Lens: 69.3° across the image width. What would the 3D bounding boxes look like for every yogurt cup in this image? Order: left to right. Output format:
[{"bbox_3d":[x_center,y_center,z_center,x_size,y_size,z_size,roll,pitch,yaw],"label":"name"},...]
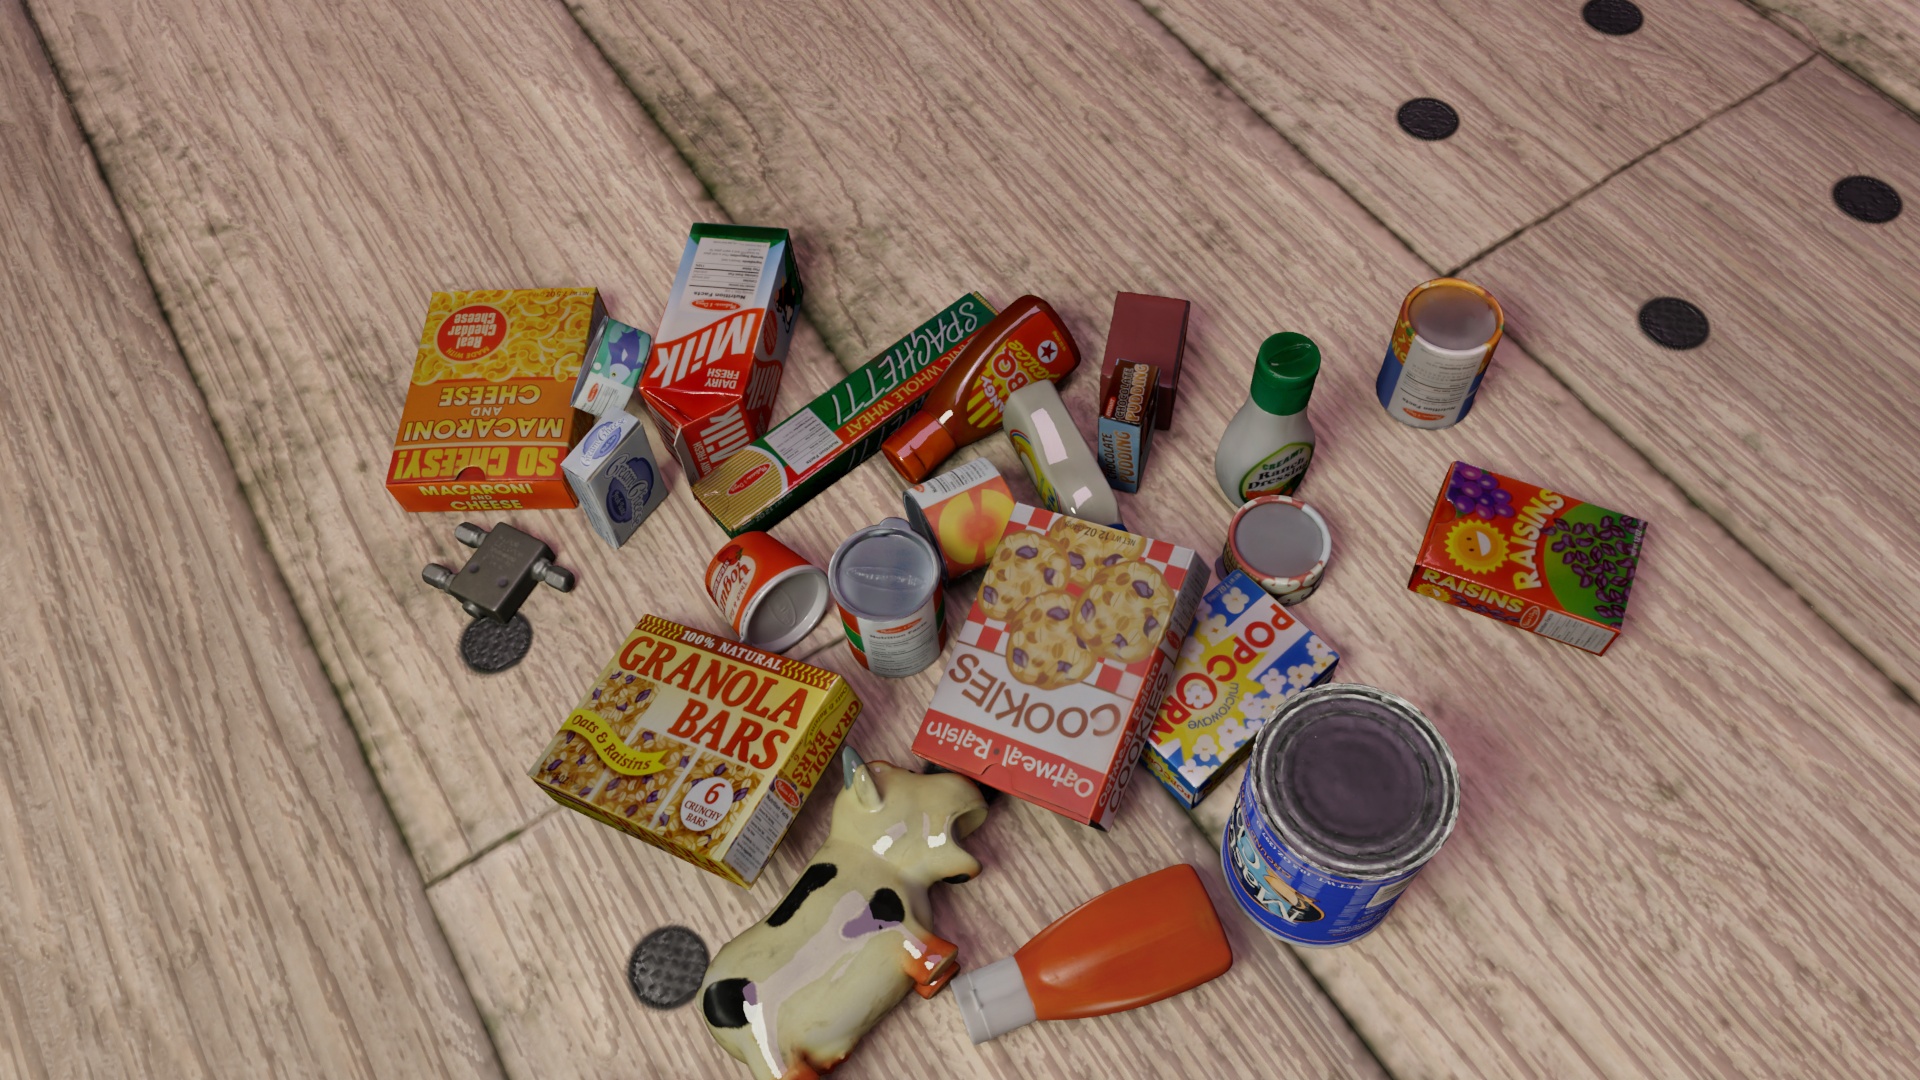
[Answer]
[{"bbox_3d":[-0.124,0.030,0.878,0.072,0.072,0.054,-39,57,-17],"label":"yogurt cup"}]

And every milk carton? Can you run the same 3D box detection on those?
[{"bbox_3d":[-0.168,-0.125,0.965,0.073,0.072,0.191,6,59,7],"label":"milk carton"}]

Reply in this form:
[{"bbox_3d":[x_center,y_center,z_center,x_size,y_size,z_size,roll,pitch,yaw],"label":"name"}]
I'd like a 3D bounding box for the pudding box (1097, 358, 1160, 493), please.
[{"bbox_3d":[0.110,-0.075,0.911,0.030,0.083,0.050,14,63,12],"label":"pudding box"}]

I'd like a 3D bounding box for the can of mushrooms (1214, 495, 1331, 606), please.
[{"bbox_3d":[0.200,0.007,0.888,0.071,0.033,0.071,-1,61,2],"label":"can of mushrooms"}]

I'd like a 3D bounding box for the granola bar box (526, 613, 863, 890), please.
[{"bbox_3d":[-0.155,0.118,0.810,0.165,0.039,0.125,13,59,35],"label":"granola bar box"}]

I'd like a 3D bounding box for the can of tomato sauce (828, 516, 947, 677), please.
[{"bbox_3d":[-0.043,0.037,0.857,0.071,0.082,0.071,-2,60,3],"label":"can of tomato sauce"}]

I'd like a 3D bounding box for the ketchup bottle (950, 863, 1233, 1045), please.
[{"bbox_3d":[0.070,0.231,0.760,0.149,0.043,0.065,-19,60,-7],"label":"ketchup bottle"}]

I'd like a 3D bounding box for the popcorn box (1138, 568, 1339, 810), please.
[{"bbox_3d":[0.154,0.088,0.841,0.127,0.038,0.085,-38,65,-17],"label":"popcorn box"}]

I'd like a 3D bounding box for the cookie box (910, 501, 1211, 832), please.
[{"bbox_3d":[0.058,0.071,0.817,0.123,0.040,0.168,16,75,31],"label":"cookie box"}]

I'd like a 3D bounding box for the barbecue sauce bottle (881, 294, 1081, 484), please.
[{"bbox_3d":[0.012,-0.099,0.947,0.149,0.064,0.044,-42,32,-11],"label":"barbecue sauce bottle"}]

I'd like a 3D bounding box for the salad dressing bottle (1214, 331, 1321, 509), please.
[{"bbox_3d":[0.195,-0.072,0.868,0.064,0.147,0.044,-21,61,-8],"label":"salad dressing bottle"}]

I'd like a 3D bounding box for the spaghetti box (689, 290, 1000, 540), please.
[{"bbox_3d":[-0.069,-0.087,0.961,0.251,0.028,0.050,-37,64,-17],"label":"spaghetti box"}]

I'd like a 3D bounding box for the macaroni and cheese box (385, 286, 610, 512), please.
[{"bbox_3d":[-0.323,-0.102,0.979,0.124,0.040,0.167,-1,60,3],"label":"macaroni and cheese box"}]

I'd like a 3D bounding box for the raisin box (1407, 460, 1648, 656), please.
[{"bbox_3d":[0.355,0.010,0.873,0.123,0.040,0.086,20,64,15],"label":"raisin box"}]

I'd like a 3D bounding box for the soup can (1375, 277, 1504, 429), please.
[{"bbox_3d":[0.320,-0.127,0.929,0.071,0.083,0.071,-2,60,3],"label":"soup can"}]

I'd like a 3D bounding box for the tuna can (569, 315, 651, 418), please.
[{"bbox_3d":[-0.235,-0.117,0.937,0.033,0.070,0.071,22,59,-21],"label":"tuna can"}]

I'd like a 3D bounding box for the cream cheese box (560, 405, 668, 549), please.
[{"bbox_3d":[-0.222,-0.039,0.900,0.024,0.103,0.053,32,68,12],"label":"cream cheese box"}]

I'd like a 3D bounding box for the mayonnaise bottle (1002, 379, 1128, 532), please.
[{"bbox_3d":[0.074,-0.031,0.903,0.041,0.064,0.148,-21,65,-9],"label":"mayonnaise bottle"}]

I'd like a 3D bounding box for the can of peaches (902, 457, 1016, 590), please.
[{"bbox_3d":[0.003,-0.011,0.894,0.058,0.071,0.071,-25,62,-11],"label":"can of peaches"}]
